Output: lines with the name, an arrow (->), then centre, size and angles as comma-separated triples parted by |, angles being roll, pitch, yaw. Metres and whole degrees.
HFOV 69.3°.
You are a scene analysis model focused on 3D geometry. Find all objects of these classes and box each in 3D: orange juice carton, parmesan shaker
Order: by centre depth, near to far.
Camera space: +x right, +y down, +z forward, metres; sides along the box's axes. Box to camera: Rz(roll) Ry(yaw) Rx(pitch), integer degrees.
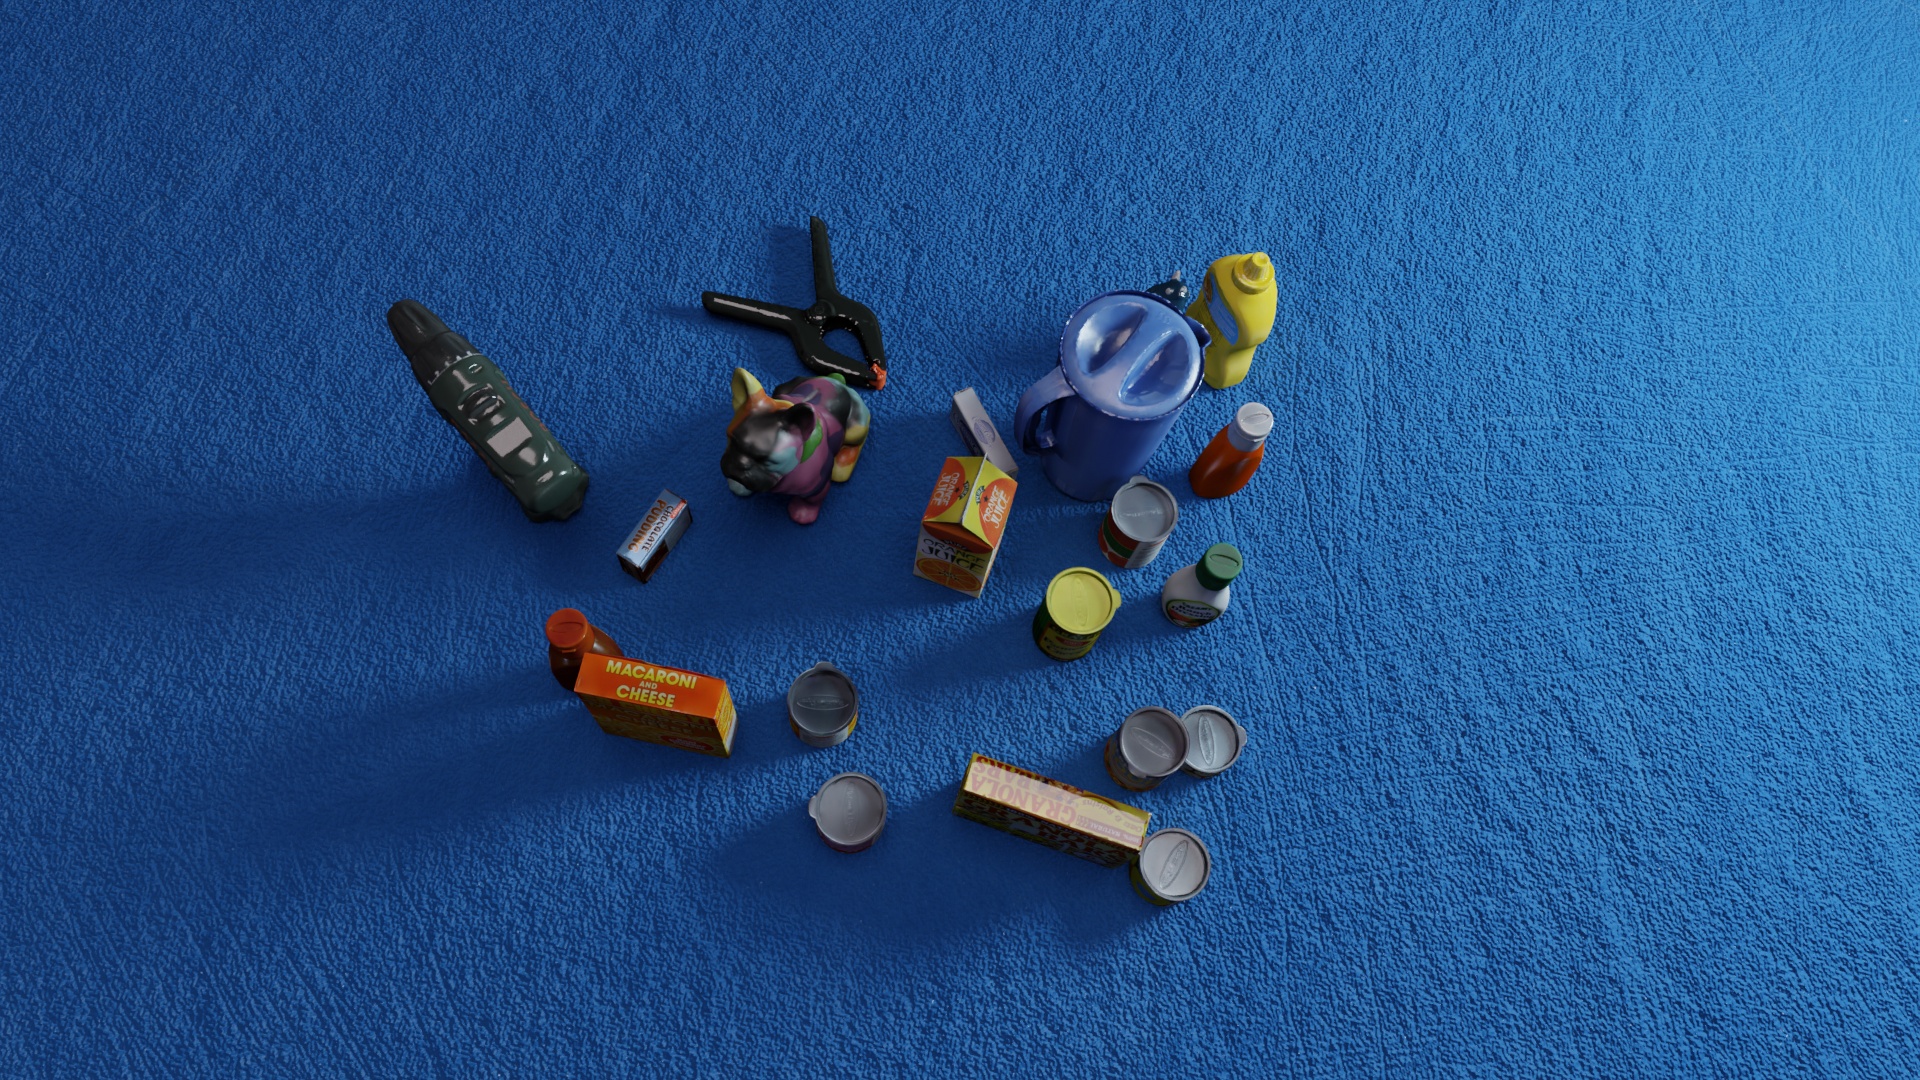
orange juice carton -> 0.005, -0.017, 1.322 | 0.073, 0.192, 0.072 | 20, 69, 3
parmesan shaker -> 0.111, 0.074, 1.345 | 0.071, 0.102, 0.071 | 2, 69, -4

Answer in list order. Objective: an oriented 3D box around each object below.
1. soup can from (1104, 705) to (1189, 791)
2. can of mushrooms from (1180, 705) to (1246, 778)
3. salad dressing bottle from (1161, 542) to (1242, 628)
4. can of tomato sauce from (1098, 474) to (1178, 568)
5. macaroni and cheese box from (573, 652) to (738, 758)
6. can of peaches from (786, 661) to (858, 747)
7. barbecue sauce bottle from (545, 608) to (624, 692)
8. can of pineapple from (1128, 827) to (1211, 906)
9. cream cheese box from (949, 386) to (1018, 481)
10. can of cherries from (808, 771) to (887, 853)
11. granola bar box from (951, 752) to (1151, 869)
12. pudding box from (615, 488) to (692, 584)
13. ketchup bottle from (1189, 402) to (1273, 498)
soup can -> 0.173, 0.200, 1.312 | 0.071, 0.083, 0.071 | 2, 69, -4
can of mushrooms -> 0.239, 0.196, 1.347 | 0.071, 0.033, 0.071 | 2, 69, -5
salad dressing bottle -> 0.236, 0.043, 1.344 | 0.064, 0.147, 0.044 | 15, 69, 1
can of tomato sauce -> 0.176, -0.017, 1.397 | 0.071, 0.082, 0.071 | 2, 69, -4
macaroni and cheese box -> -0.269, 0.149, 1.247 | 0.124, 0.165, 0.040 | 11, 69, -1
can of peaches -> -0.130, 0.156, 1.315 | 0.071, 0.058, 0.071 | 2, 69, -4
barbecue sauce bottle -> -0.347, 0.102, 1.268 | 0.065, 0.148, 0.044 | -4, 70, -7
can of pineapple -> 0.192, 0.302, 1.288 | 0.071, 0.057, 0.071 | 2, 69, -4
cream cheese box -> 0.023, -0.102, 1.432 | 0.024, 0.053, 0.104 | -25, 73, -14
can of cherries -> -0.104, 0.251, 1.280 | 0.071, 0.058, 0.072 | 2, 69, -4
granola bar box -> 0.079, 0.249, 1.263 | 0.166, 0.123, 0.039 | 19, 69, 2
pudding box -> -0.300, -0.004, 1.366 | 0.030, 0.049, 0.084 | 30, 69, 7
ketchup bottle -> 0.277, -0.090, 1.399 | 0.065, 0.148, 0.043 | -13, 71, -10
